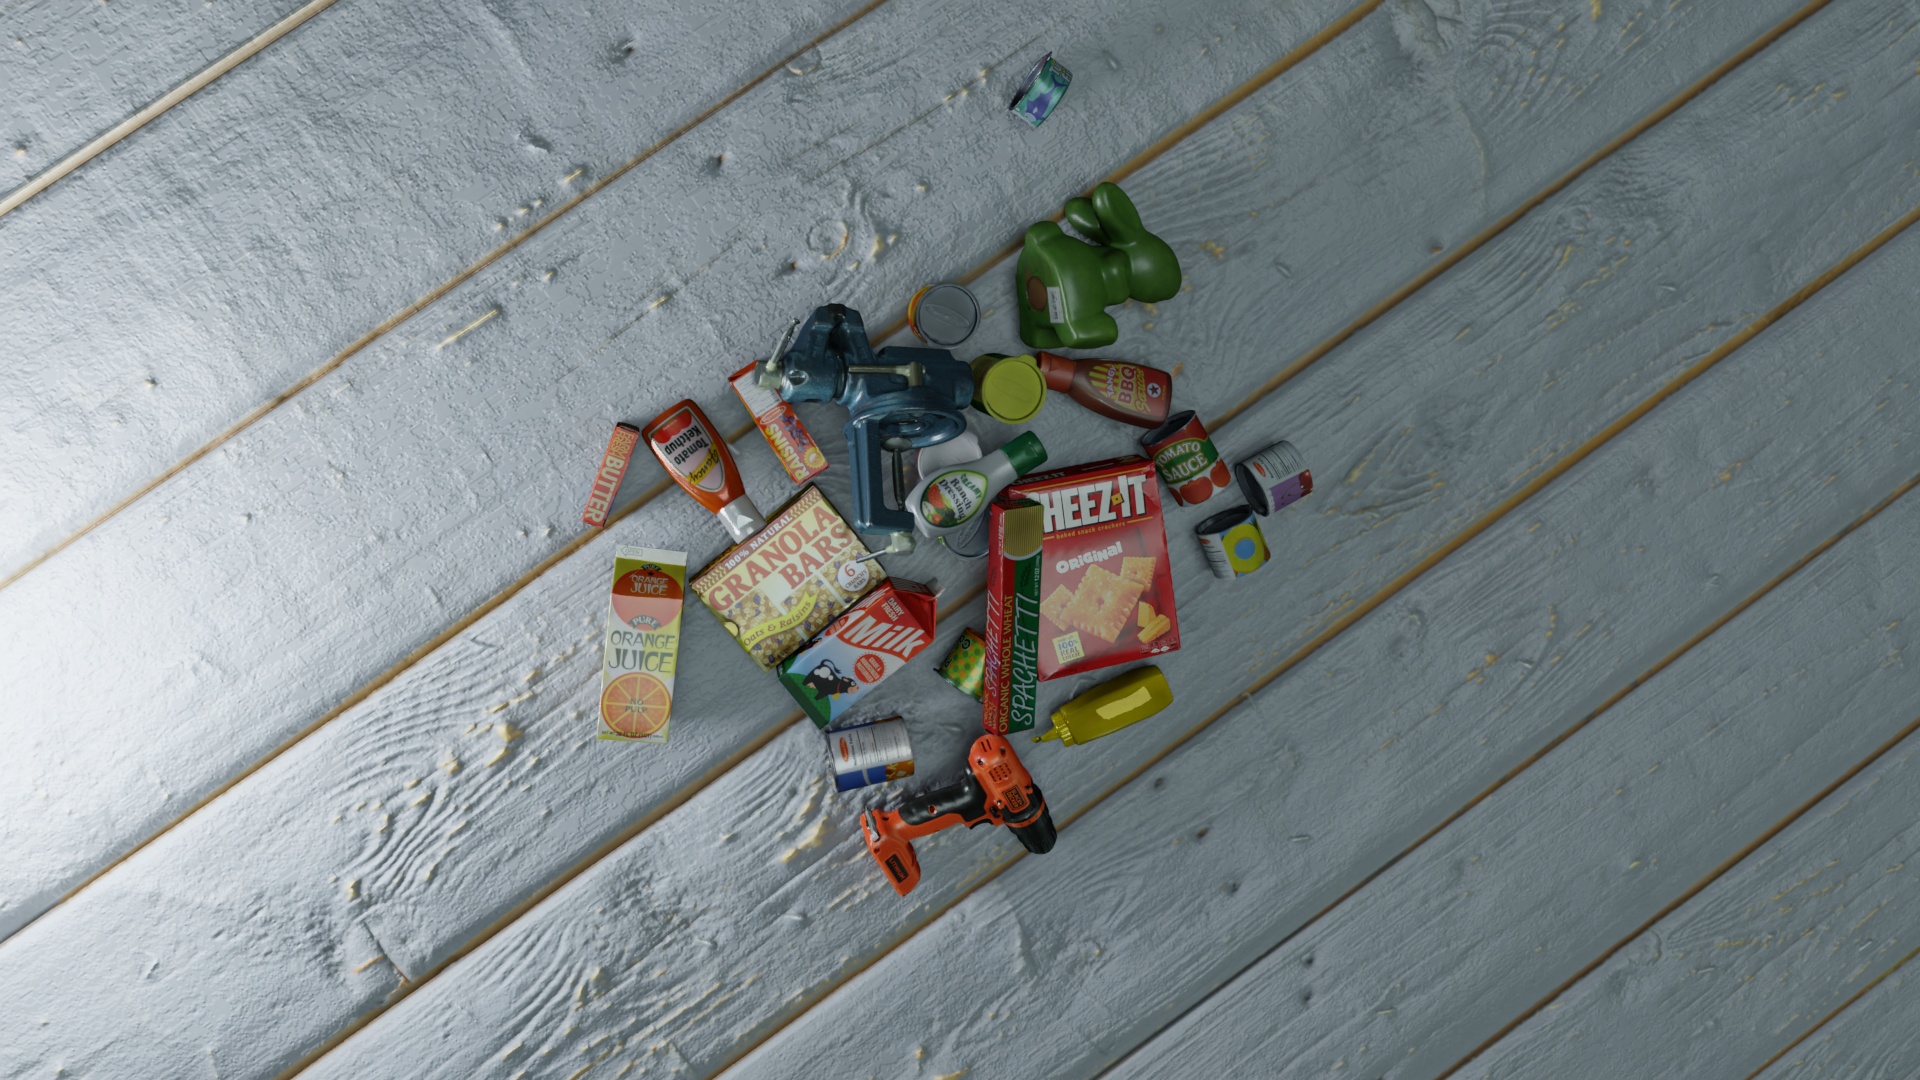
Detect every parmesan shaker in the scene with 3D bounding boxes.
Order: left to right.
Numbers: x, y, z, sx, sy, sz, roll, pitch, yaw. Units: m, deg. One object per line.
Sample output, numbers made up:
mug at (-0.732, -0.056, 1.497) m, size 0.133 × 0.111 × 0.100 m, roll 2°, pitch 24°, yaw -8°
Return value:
parmesan shaker at (0.045, -0.159, 1.414) m, size 0.071 × 0.103 × 0.071 m, roll -2°, pitch 101°, yaw -10°

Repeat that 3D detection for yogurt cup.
yogurt cup at (-0.014, -0.083, 1.441) m, size 0.072 × 0.054 × 0.072 m, roll -2°, pitch 100°, yaw -10°

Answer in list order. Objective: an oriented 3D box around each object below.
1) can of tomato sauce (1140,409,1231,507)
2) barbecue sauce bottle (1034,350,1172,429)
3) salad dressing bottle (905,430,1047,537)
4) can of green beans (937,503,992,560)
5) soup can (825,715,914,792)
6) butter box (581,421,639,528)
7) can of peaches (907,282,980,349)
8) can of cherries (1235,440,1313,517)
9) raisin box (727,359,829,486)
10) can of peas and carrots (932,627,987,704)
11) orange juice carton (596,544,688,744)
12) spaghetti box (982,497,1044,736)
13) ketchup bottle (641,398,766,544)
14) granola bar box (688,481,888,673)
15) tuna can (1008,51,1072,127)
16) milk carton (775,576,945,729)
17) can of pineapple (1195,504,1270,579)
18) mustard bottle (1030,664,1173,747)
can of tomato sauce at (0.241, -0.086, 1.482) m, size 0.071 × 0.071 × 0.083 m, roll -34°, pitch 105°, yaw -4°
barbecue sauce bottle at (0.147, -0.163, 1.458) m, size 0.149 × 0.043 × 0.065 m, roll 13°, pitch 72°, yaw -15°
salad dressing bottle at (0.017, -0.059, 1.398) m, size 0.148 × 0.044 × 0.064 m, roll -32°, pitch 94°, yaw -7°
can of green beans at (0.007, -0.017, 1.454) m, size 0.071 × 0.058 × 0.071 m, roll -2°, pitch 100°, yaw -11°
soup can at (-0.097, 0.227, 1.473) m, size 0.084 × 0.071 × 0.071 m, roll -11°, pitch 102°, yaw -10°
butter box at (-0.347, -0.066, 1.379) m, size 0.024 × 0.053 × 0.103 m, roll 21°, pitch 95°, yaw -16°
can of peaches at (-0.019, -0.227, 1.414) m, size 0.071 × 0.058 × 0.071 m, roll -2°, pitch 101°, yaw -11°
can of cherries at (0.341, -0.066, 1.509) m, size 0.058 × 0.071 × 0.071 m, roll -28°, pitch 104°, yaw -6°
raisin box at (-0.182, -0.118, 1.386) m, size 0.040 × 0.086 × 0.123 m, roll -34°, pitch 104°, yaw -5°
can of peas and carrots at (0.016, 0.132, 1.477) m, size 0.071 × 0.071 × 0.058 m, roll 33°, pitch 92°, yaw -14°
orange juice carton at (-0.320, 0.101, 1.402) m, size 0.072 × 0.073 × 0.192 m, roll 6°, pitch 98°, yaw -12°
spaghetti box at (0.054, 0.081, 1.421) m, size 0.050 × 0.029 × 0.249 m, roll -8°, pitch 109°, yaw -30°
ketchup bottle at (-0.251, -0.066, 1.387) m, size 0.065 × 0.043 × 0.149 m, roll -36°, pitch 91°, yaw -4°
granola bar box at (-0.178, 0.038, 1.437) m, size 0.165 × 0.039 × 0.124 m, roll -39°, pitch 104°, yaw -3°
tuna can at (0.082, -0.451, 1.390) m, size 0.033 × 0.071 × 0.071 m, roll 32°, pitch 92°, yaw -16°
milk carton at (-0.096, 0.103, 1.447) m, size 0.191 × 0.072 × 0.073 m, roll -38°, pitch 104°, yaw -3°
can of pineapple at (0.298, 0.002, 1.510) m, size 0.071 × 0.071 × 0.057 m, roll -26°, pitch 104°, yaw -5°
mustard bottle at (0.151, 0.188, 1.516) m, size 0.160 × 0.065 × 0.048 m, roll -25°, pitch 98°, yaw 0°
